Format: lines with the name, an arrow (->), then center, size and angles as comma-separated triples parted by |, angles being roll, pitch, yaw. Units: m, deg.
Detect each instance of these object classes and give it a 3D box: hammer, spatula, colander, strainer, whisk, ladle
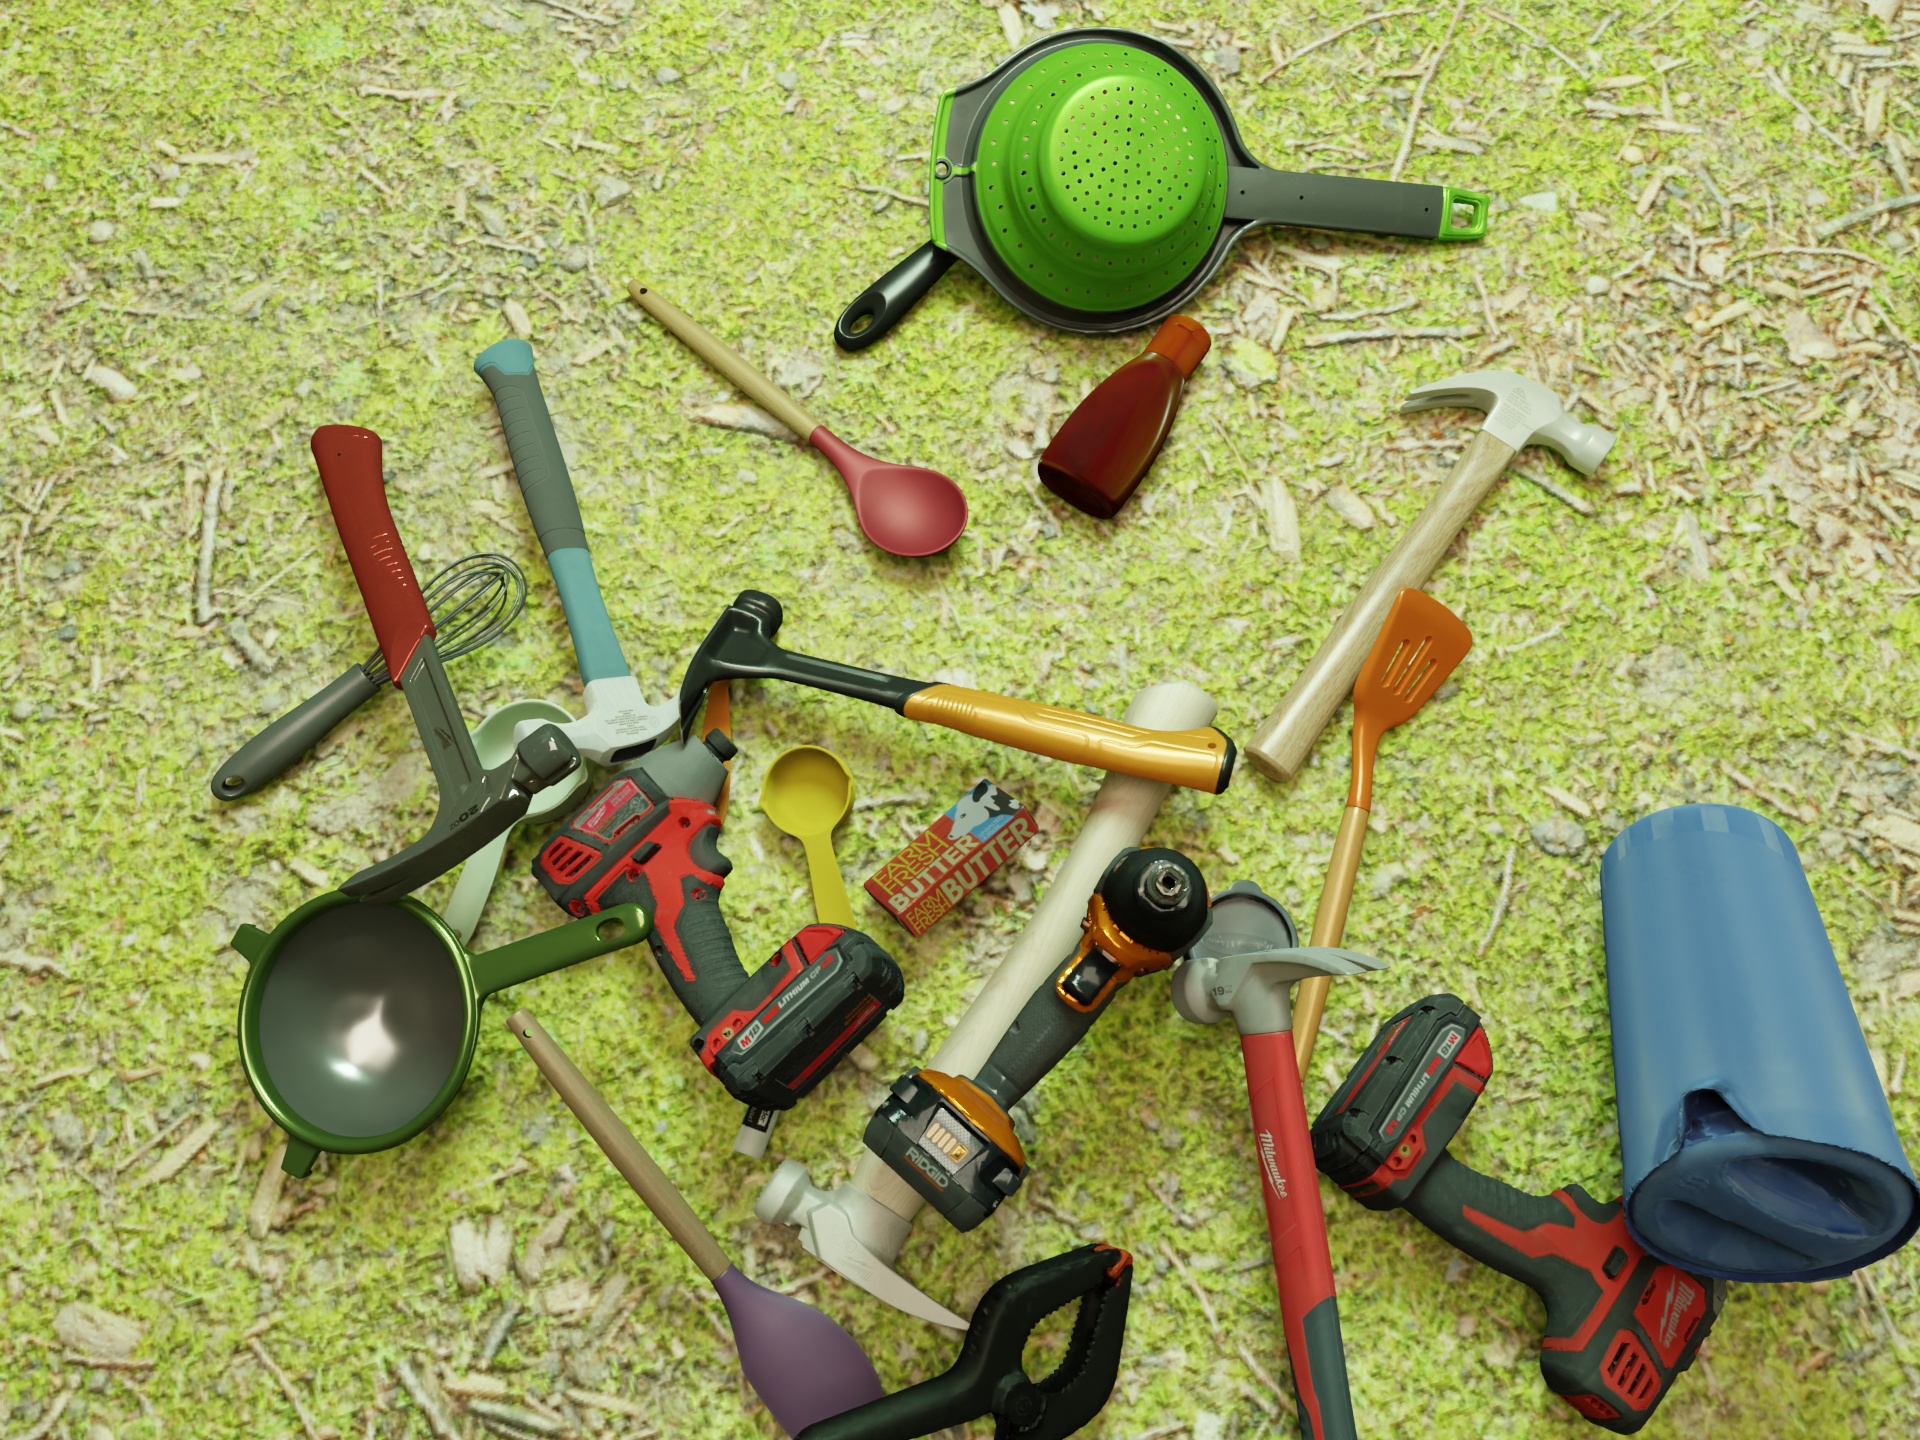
hammer -> -0.002, -0.003, 0.968 | 0.337, 0.034, 0.127 | 13, 41, 10
spatula -> -0.147, 0.284, 0.881 | 0.060, 0.018, 0.316 | -39, 92, -11
colander -> 0.180, -0.360, 1.066 | 0.397, 0.094, 0.204 | 3, 98, -8
strainer -> -0.290, 0.156, 0.928 | 0.256, 0.069, 0.151 | -20, 79, 7
hammer -> -0.353, -0.058, 0.982 | 0.149, 0.036, 0.359 | -34, 56, 2
whisk -> 0.023, -0.362, 1.122 | 0.296, 0.073, 0.073 | -43, 75, -6
whisk -> -0.380, -0.025, 1.023 | 0.239, 0.055, 0.055 | -38, 75, -6
hammer -> -0.260, -0.118, 1.035 | 0.128, 0.033, 0.331 | -6, 61, -33
hammer -> 0.050, 0.154, 0.953 | 0.146, 0.038, 0.411 | 31, 74, 10
ladle -> -0.118, -0.211, 1.087 | 0.315, 0.031, 0.069 | 40, 74, 15
hammer -> 0.287, -0.098, 1.036 | 0.130, 0.031, 0.331 | 36, 76, 12
hammer -> 0.195, 0.314, 0.838 | 0.038, 0.143, 0.386 | -2, 79, -32
spatula -> 0.243, 0.078, 0.969 | 0.081, 0.041, 0.323 | 28, 72, -35

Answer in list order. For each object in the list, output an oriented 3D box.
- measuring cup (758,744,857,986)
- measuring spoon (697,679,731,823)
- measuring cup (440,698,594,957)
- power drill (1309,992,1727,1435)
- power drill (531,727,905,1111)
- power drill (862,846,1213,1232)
measuring cup -> -0.081, 0.092, 0.987 | 0.062, 0.029, 0.156 | -15, 83, 8
measuring spoon -> -0.156, 0.015, 1.021 | 0.021, 0.011, 0.117 | 1, 75, 0
measuring cup -> -0.283, 0.069, 0.991 | 0.083, 0.038, 0.168 | 18, 78, 7
power drill -> 0.331, 0.252, 0.893 | 0.227, 0.080, 0.188 | 40, 69, 9
power drill -> -0.141, 0.109, 0.940 | 0.143, 0.078, 0.220 | -44, 65, -7
power drill -> 0.049, 0.160, 0.849 | 0.084, 0.164, 0.226 | 40, 77, 10
